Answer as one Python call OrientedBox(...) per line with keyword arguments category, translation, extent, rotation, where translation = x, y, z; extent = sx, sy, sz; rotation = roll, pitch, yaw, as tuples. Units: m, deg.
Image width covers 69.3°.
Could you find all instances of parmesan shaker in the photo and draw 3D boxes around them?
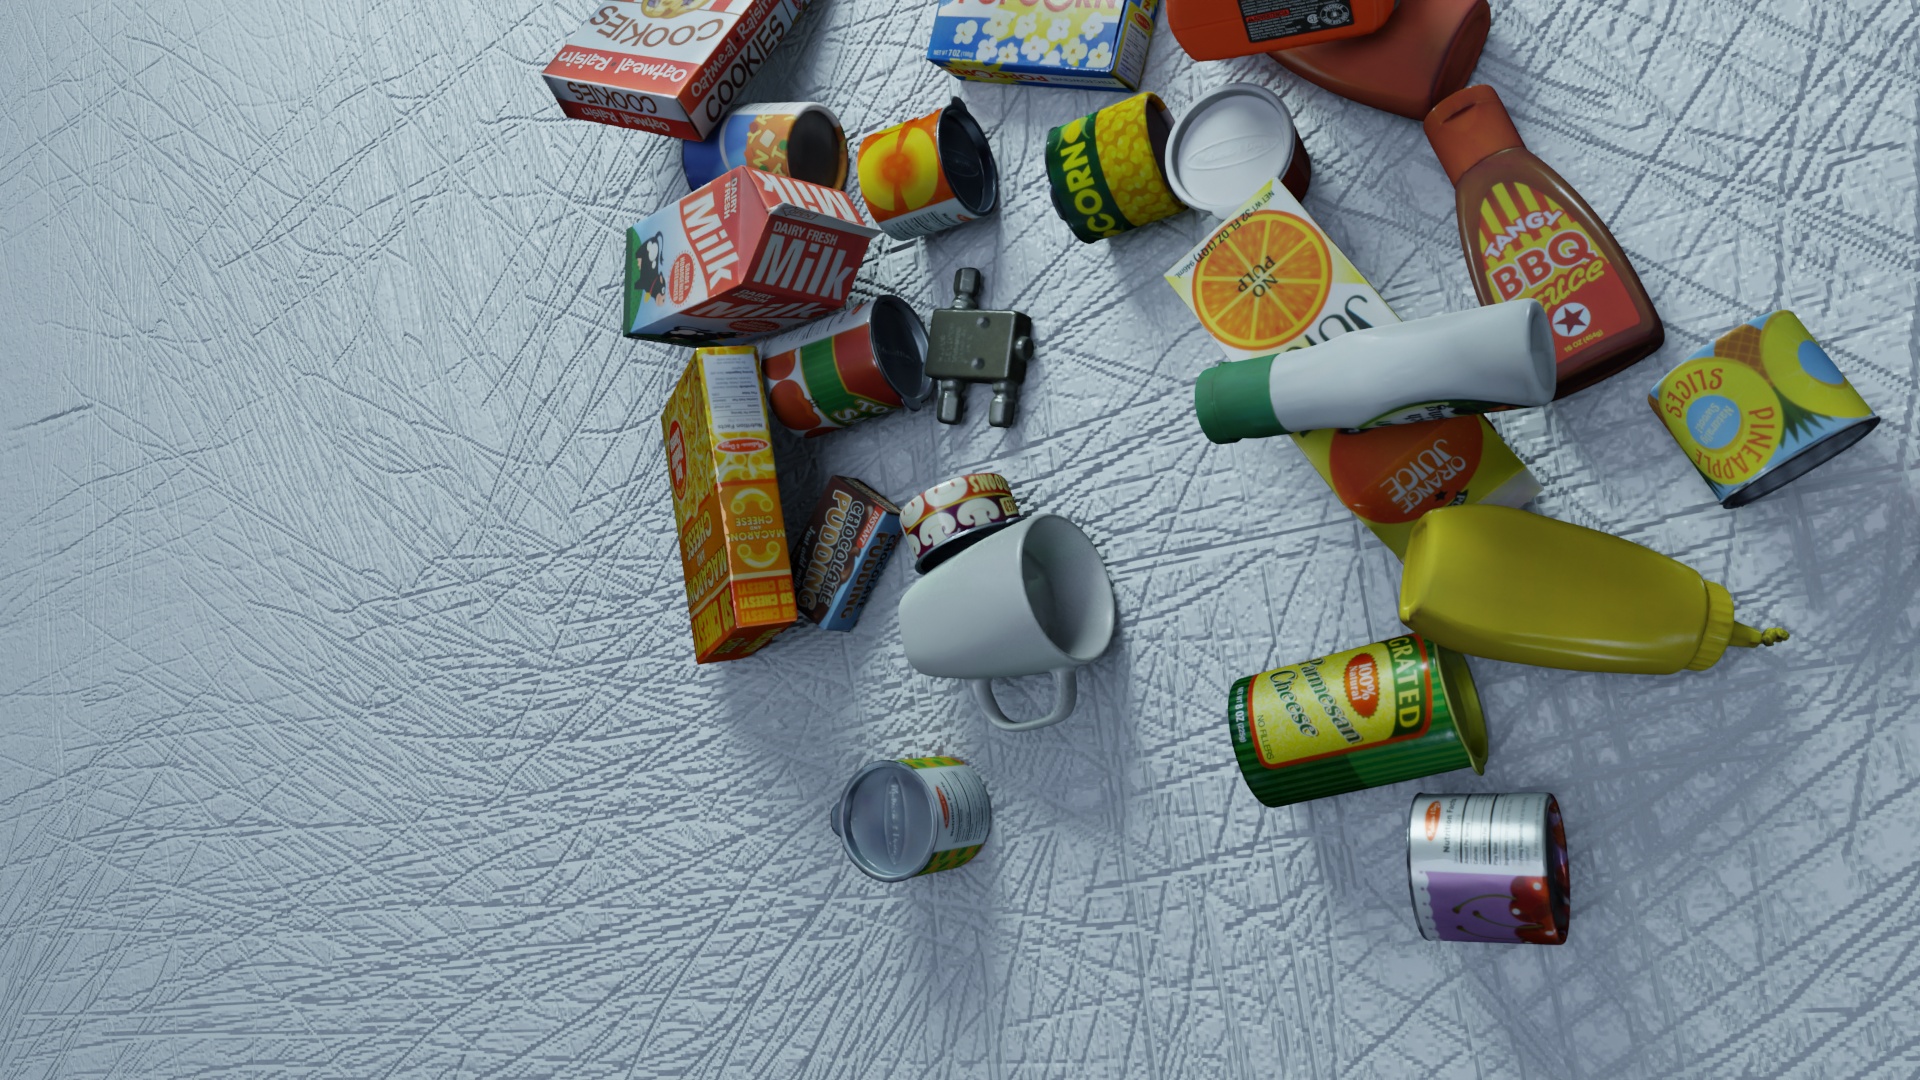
OrientedBox(category="parmesan shaker", translation=(0.186, 0.087, 0.654), extent=(0.103, 0.071, 0.071), rotation=(-19, 75, 28))

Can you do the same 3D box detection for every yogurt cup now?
OrientedBox(category="yogurt cup", translation=(0.147, -0.195, 0.717), extent=(0.072, 0.054, 0.072), rotation=(-4, 83, 31))

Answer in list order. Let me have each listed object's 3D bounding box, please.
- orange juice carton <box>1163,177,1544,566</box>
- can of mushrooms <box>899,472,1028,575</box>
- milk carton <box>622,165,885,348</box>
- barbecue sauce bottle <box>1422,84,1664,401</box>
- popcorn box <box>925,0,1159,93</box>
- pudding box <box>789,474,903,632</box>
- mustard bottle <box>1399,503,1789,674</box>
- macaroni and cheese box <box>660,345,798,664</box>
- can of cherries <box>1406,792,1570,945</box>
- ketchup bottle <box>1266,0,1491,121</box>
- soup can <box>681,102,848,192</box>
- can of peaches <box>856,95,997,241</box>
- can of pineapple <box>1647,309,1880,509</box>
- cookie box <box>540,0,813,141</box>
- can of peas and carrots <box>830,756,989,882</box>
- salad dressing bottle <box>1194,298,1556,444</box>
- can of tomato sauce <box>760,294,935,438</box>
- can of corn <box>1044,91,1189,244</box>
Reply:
OrientedBox(category="orange juice carton", translation=(0.189, -0.076, 0.668), extent=(0.071, 0.073, 0.193), rotation=(-41, 67, 20))
OrientedBox(category="can of mushrooms", translation=(0.003, -0.010, 0.776), extent=(0.071, 0.071, 0.033), rotation=(-30, 70, 25))
OrientedBox(category="milk carton", translation=(-0.129, -0.170, 0.836), extent=(0.190, 0.072, 0.073), rotation=(-7, 81, 50))
OrientedBox(category="barbecue sauce bottle", translation=(0.264, -0.142, 0.647), extent=(0.064, 0.044, 0.149), rotation=(-29, 70, 26))
OrientedBox(category="popcorn box", translation=(0.050, -0.307, 0.797), extent=(0.127, 0.038, 0.085), rotation=(15, 94, 31))
OrientedBox(category="pudding box", translation=(-0.072, 0.009, 0.840), extent=(0.050, 0.030, 0.083), rotation=(35, 103, 28))
OrientedBox(category="mustard bottle", translation=(0.275, 0.028, 0.601), extent=(0.160, 0.048, 0.065), rotation=(13, 77, 3))
OrientedBox(category="macaroni and cheese box", translation=(-0.142, -0.018, 0.843), extent=(0.123, 0.040, 0.166), rotation=(145, 117, -64))
OrientedBox(category="can of cherries", translation=(0.237, 0.147, 0.621), extent=(0.058, 0.071, 0.071), rotation=(-7, 81, 30))
OrientedBox(category="ketchup bottle", translation=(0.187, -0.263, 0.706), extent=(0.149, 0.043, 0.064), rotation=(29, 95, 30))
OrientedBox(category="soup can", translation=(-0.123, -0.239, 0.877), extent=(0.084, 0.071, 0.071), rotation=(10, 90, 31))
OrientedBox(category="can of peaches", translation=(-0.020, -0.216, 0.812), extent=(0.058, 0.071, 0.071), rotation=(-12, 79, 30))
OrientedBox(category="can of pineapple", translation=(0.333, -0.054, 0.581), extent=(0.071, 0.071, 0.058), rotation=(-36, 67, 23))
OrientedBox(category="cookie box", translation=(-0.171, -0.334, 0.891), extent=(0.123, 0.040, 0.168), rotation=(19, 66, 31))
OrientedBox(category="can of peas and carrots", translation=(-0.027, 0.155, 0.780), extent=(0.071, 0.059, 0.071), rotation=(-4, 83, 31))
OrientedBox(category="salad dressing bottle", translation=(0.175, -0.069, 0.599), extent=(0.147, 0.064, 0.044), rotation=(-7, 92, 37))
OrientedBox(category="can of tomato sauce", translation=(-0.066, -0.101, 0.828), extent=(0.083, 0.071, 0.071), rotation=(-15, 77, 30))
OrientedBox(category="can of corn", translation=(0.085, -0.199, 0.745), extent=(0.058, 0.071, 0.071), rotation=(-14, 78, 29))
